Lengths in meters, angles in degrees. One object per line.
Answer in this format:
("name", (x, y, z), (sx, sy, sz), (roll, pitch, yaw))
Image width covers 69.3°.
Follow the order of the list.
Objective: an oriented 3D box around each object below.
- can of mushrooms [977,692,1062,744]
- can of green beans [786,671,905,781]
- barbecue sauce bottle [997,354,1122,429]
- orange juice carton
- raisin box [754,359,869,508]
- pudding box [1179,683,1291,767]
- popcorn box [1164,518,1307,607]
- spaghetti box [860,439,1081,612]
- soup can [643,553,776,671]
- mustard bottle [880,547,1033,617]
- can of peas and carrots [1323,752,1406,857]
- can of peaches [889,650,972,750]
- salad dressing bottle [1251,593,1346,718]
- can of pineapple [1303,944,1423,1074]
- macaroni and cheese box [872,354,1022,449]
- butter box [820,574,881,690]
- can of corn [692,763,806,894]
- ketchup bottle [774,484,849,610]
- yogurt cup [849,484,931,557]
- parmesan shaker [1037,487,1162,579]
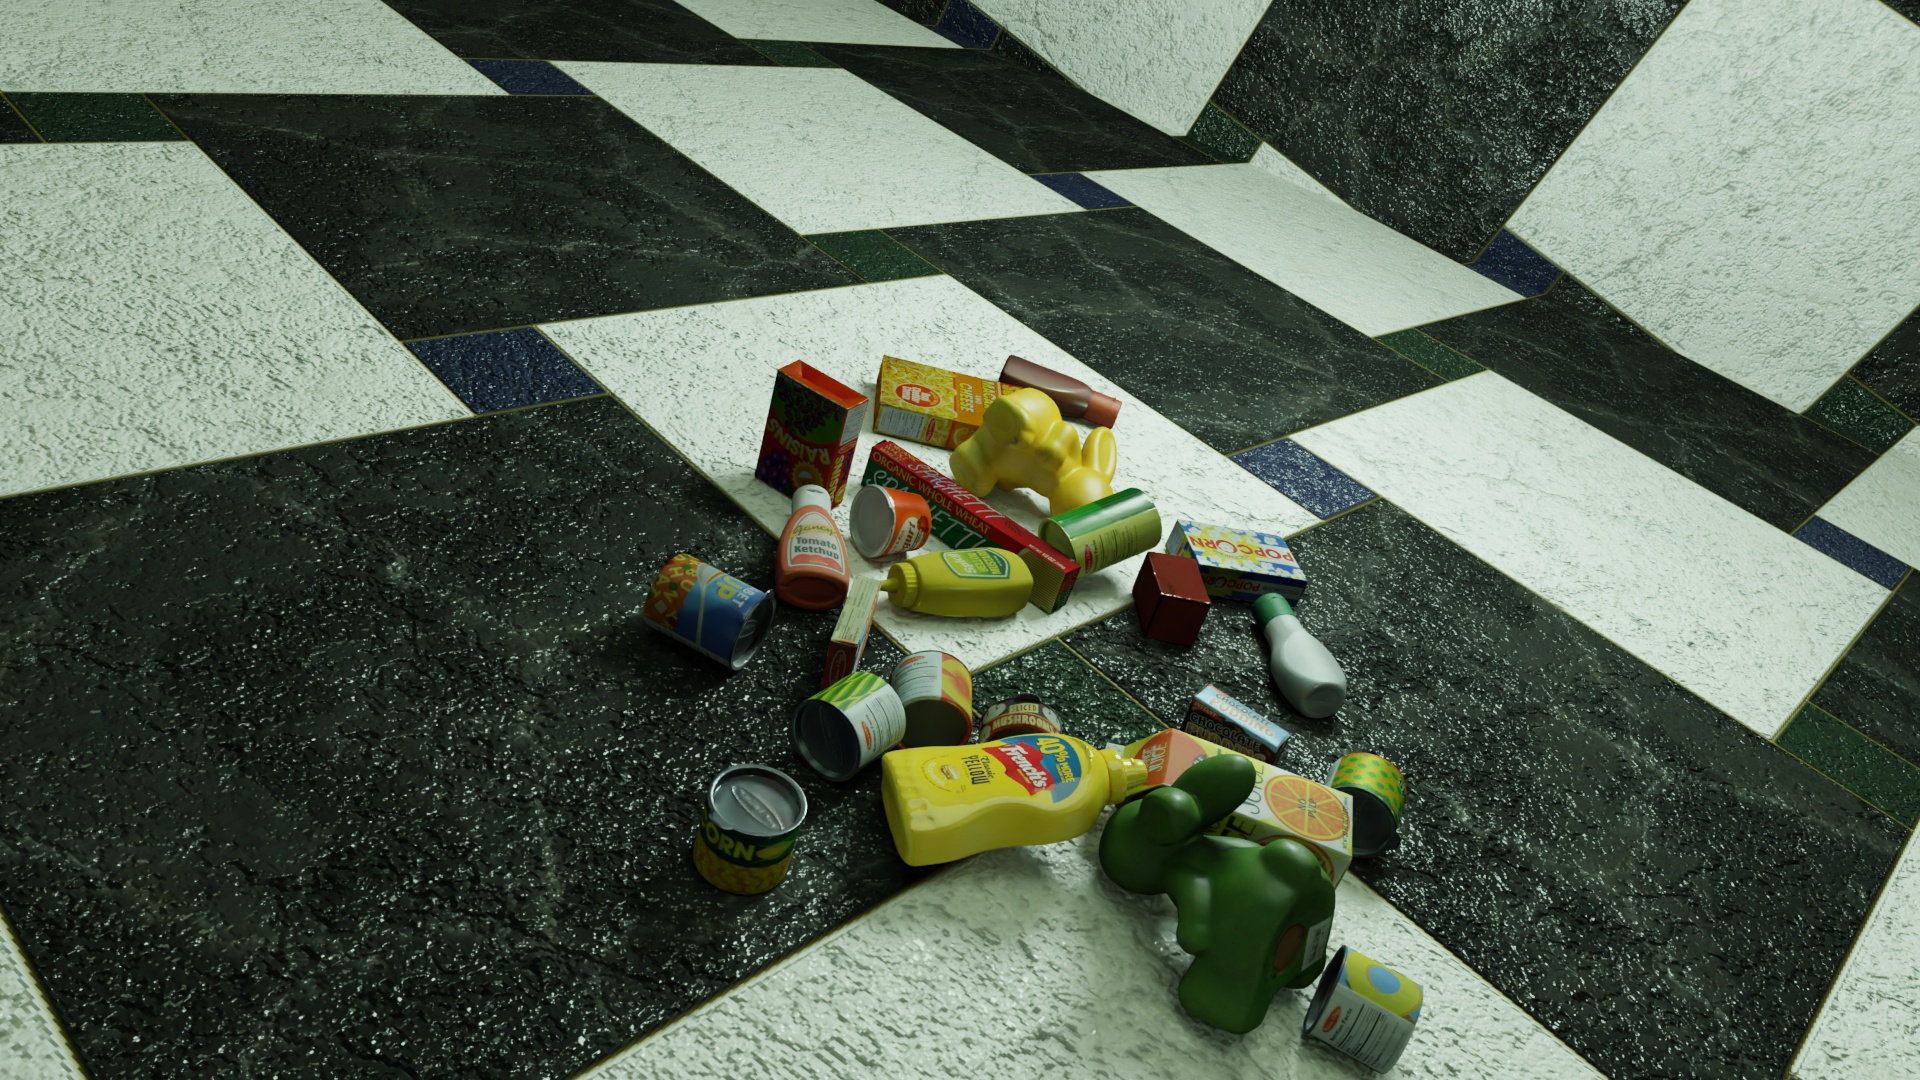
("can of mushrooms", (0.046, 0.155, 1.079), (0.071, 0.070, 0.034), (15, 32, -7))
("can of green beans", (-0.083, 0.138, 1.041), (0.071, 0.071, 0.058), (33, 33, 22))
("barbecue sauce bottle", (0.119, -0.177, 1.670), (0.148, 0.043, 0.065), (21, 31, 3))
("orange juice carton", (0.199, 0.210, 1.071), (0.193, 0.072, 0.072), (20, 32, 4))
("raisin box", (-0.144, -0.098, 1.328), (0.086, 0.122, 0.040), (29, 34, 18))
("pudding box", (0.232, 0.165, 1.182), (0.084, 0.049, 0.030), (32, 35, 22))
("popcorn box", (0.286, 0.024, 1.445), (0.127, 0.038, 0.085), (9, 33, -16))
("spaghetti box", (0.005, -0.017, 1.349), (0.250, 0.050, 0.029), (34, 33, 24))
("soup can", (-0.199, 0.054, 1.109), (0.084, 0.071, 0.072), (26, 32, 12))
("mustard bottle", (-0.014, 0.039, 1.251), (0.160, 0.048, 0.065), (-2, 35, -30))
("can of peas and carrots", (0.330, 0.217, 1.137), (0.071, 0.070, 0.059), (27, 31, 14))
("can of peaches", (-0.022, 0.131, 1.088), (0.071, 0.071, 0.058), (13, 31, -9))
("salad dressing bottle", (0.320, 0.107, 1.329), (0.064, 0.043, 0.148), (7, 32, -15))
("can of pineapple", (0.275, 0.318, 0.947), (0.058, 0.070, 0.071), (26, 32, 12))
("macaroni and cheese box", (-0.012, -0.148, 1.557), (0.166, 0.040, 0.124), (13, 32, -9))
("butter box", (-0.090, 0.077, 1.148), (0.024, 0.052, 0.104), (15, 30, 0))
("can of corn", (-0.143, 0.194, 0.928), (0.071, 0.058, 0.071), (14, 31, -8))
("ketchup bottle", (-0.134, 0.003, 1.250), (0.065, 0.043, 0.149), (10, 31, -13))
("yogurt cup", (-0.064, -0.018, 1.302), (0.054, 0.072, 0.072), (2, 34, -40))
("parmesan shaker", (0.136, -0.004, 1.353), (0.103, 0.071, 0.071), (-21, 46, -24))
